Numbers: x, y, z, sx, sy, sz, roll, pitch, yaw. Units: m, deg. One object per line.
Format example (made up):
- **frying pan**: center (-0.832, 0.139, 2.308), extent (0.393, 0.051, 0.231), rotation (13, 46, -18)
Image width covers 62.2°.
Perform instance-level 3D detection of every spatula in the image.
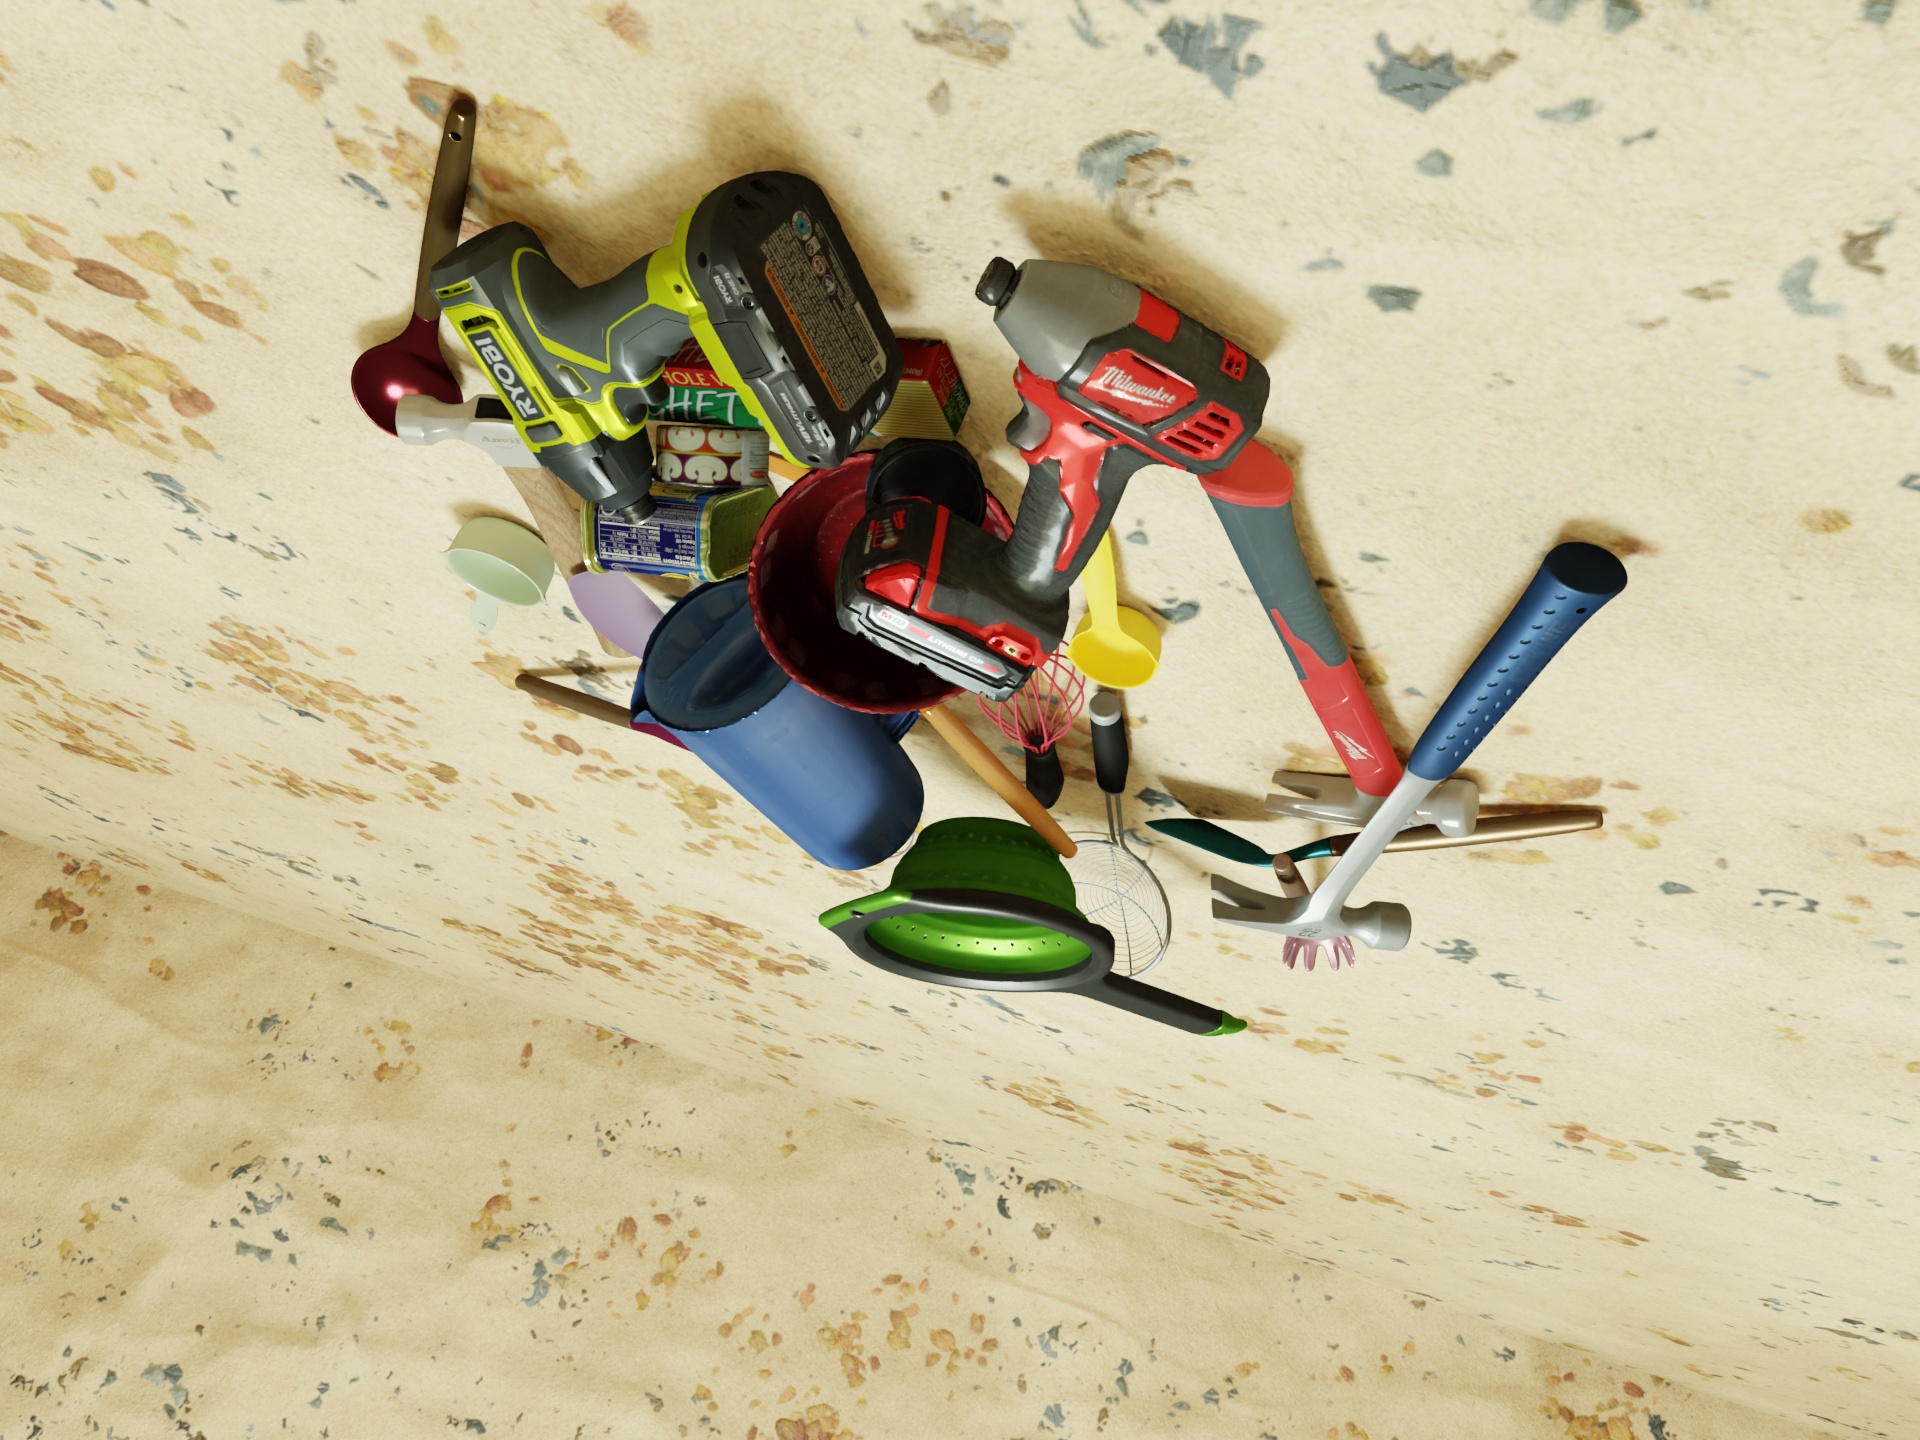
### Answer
- **spatula**: center (-0.187, -0.012, 1.204), extent (0.060, 0.018, 0.315), rotation (-14, 138, 26)
- **spatula**: center (-0.002, -0.003, 1.085), extent (0.322, 0.041, 0.081), rotation (47, 174, -36)
- **spatula**: center (0.285, 0.075, 1.117), extent (0.317, 0.044, 0.082), rotation (-10, 174, 36)

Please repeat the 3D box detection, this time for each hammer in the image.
- **hammer**: center (0.268, 0.034, 0.945), extent (0.144, 0.035, 0.405), rotation (7, 146, -6)
- **hammer**: center (0.200, -0.035, 0.946), extent (0.143, 0.038, 0.385), rotation (5, 153, 32)
- **hammer**: center (-0.268, -0.123, 1.101), extent (0.130, 0.031, 0.331), rotation (4, 158, 4)

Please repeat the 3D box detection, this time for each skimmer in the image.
- **skimmer**: center (0.105, 0.098, 1.233), extent (0.127, 0.090, 0.363), rotation (28, 159, 21)

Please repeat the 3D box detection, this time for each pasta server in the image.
- **pasta server**: center (0.265, 0.150, 1.228), extent (0.060, 0.040, 0.316), rotation (-5, 161, 16)

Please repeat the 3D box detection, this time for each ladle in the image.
- **ladle**: center (-0.298, -0.244, 0.892), extent (0.069, 0.031, 0.315), rotation (19, 155, -17)

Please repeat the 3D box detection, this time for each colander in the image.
- **colander**: center (0.080, 0.161, 1.245), extent (0.396, 0.095, 0.204), rotation (24, 150, -32)

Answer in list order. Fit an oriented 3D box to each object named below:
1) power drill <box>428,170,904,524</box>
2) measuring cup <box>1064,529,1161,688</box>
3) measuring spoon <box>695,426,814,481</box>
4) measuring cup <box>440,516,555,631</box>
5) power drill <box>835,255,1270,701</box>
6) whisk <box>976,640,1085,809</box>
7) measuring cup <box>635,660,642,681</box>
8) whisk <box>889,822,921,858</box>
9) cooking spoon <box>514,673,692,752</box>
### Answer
- **power drill**: center (-0.147, -0.181, 0.807), extent (0.223, 0.080, 0.171), rotation (-1, 131, 37)
- **measuring cup**: center (0.089, -0.080, 0.961), extent (0.062, 0.029, 0.156), rotation (8, 142, 20)
- **measuring spoon**: center (-0.110, -0.151, 0.964), extent (0.117, 0.011, 0.021), rotation (21, 156, -4)
- **measuring cup**: center (-0.352, -0.107, 1.212), extent (0.083, 0.038, 0.167), rotation (25, 157, -13)
- **power drill**: center (0.031, -0.120, 0.775), extent (0.143, 0.079, 0.219), rotation (26, 131, -17)
- **whisk**: center (0.055, 0.009, 1.127), extent (0.073, 0.073, 0.295), rotation (14, 161, 11)
- **measuring cup**: center (-0.172, -0.020, 1.240), extent (0.174, 0.052, 0.095), rotation (13, 155, 17)
- **whisk**: center (-0.135, 0.044, 1.376), extent (0.244, 0.051, 0.047), rotation (33, 132, -20)
- **cooking spoon**: center (-0.282, -0.003, 1.316), extent (0.319, 0.017, 0.068), rotation (16, 170, 43)
